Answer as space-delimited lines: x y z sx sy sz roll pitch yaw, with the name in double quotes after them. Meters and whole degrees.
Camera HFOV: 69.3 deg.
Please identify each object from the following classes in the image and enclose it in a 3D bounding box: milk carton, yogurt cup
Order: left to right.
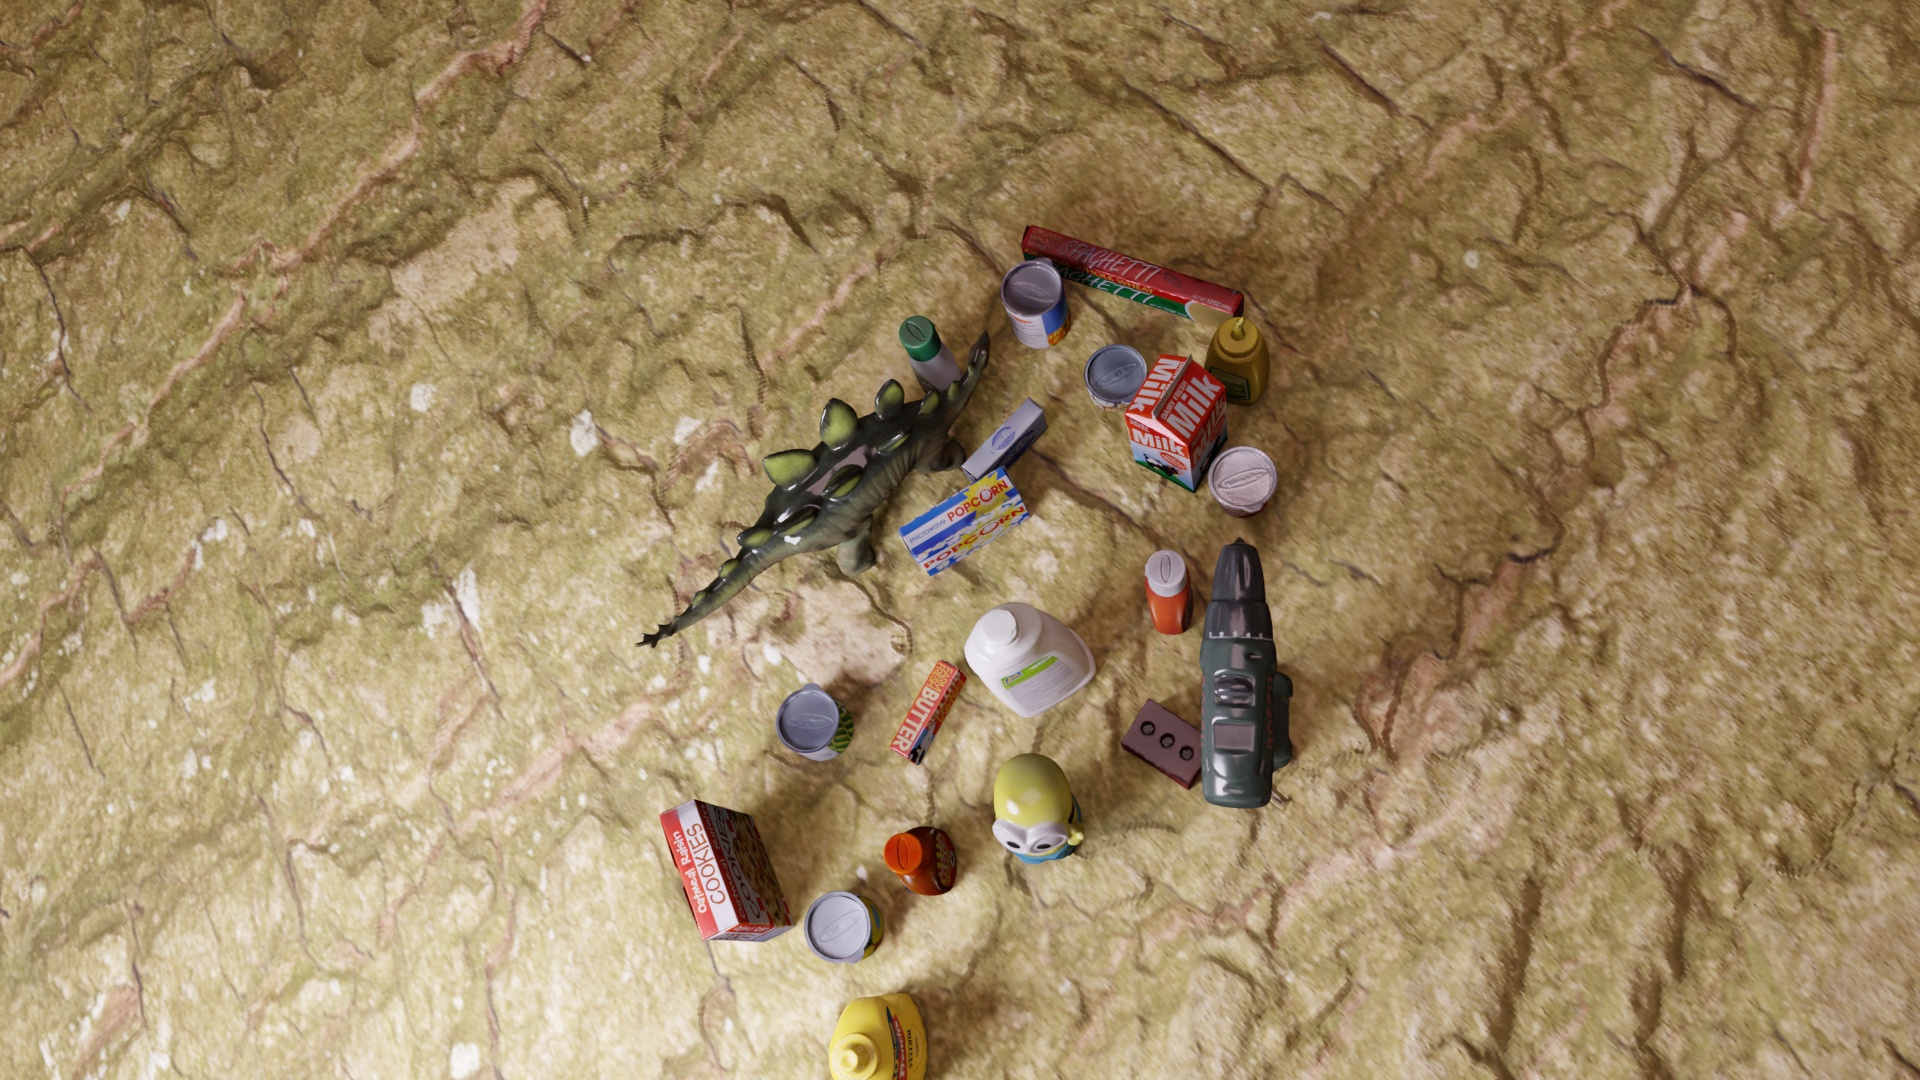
0.212 -0.119 1.363 0.073 0.190 0.072 30 81 18 "milk carton"
0.285 -0.056 1.402 0.072 0.054 0.072 -3 73 10 "yogurt cup"

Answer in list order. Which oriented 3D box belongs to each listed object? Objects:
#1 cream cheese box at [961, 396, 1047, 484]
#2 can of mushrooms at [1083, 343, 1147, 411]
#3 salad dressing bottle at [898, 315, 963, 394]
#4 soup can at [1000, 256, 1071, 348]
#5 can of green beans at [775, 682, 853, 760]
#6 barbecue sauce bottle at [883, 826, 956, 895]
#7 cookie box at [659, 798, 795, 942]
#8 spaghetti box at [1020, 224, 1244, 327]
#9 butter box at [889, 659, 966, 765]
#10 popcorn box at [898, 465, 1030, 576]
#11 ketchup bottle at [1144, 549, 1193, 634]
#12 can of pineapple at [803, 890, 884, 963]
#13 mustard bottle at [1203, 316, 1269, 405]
0.048 -0.099 1.462 0.024 0.053 0.104 42 85 19 "cream cheese box"
0.166 -0.170 1.471 0.071 0.033 0.071 -3 73 10 "can of mushrooms"
-0.031 -0.189 1.455 0.044 0.147 0.064 -42 70 -3 "salad dressing bottle"
0.083 -0.254 1.487 0.071 0.083 0.071 -3 73 10 "soup can"
-0.147 0.187 1.409 0.071 0.057 0.071 -3 73 10 "can of green beans"
-0.038 0.299 1.305 0.043 0.148 0.065 -8 72 9 "barbecue sauce bottle"
-0.221 0.318 1.325 0.040 0.167 0.123 -27 70 3 "cookie box"
0.182 -0.283 1.495 0.250 0.050 0.029 22 79 16 "spaghetti box"
-0.032 0.172 1.394 0.024 0.053 0.103 27 80 17 "butter box"
0.005 -0.018 1.428 0.127 0.085 0.038 -31 70 1 "popcorn box"
0.200 0.046 1.337 0.043 0.148 0.065 1 74 12 "ketchup bottle"
-0.111 0.376 1.343 0.071 0.057 0.071 -3 73 10 "can of pineapple"
0.275 -0.185 1.388 0.065 0.160 0.049 21 79 16 "mustard bottle"
